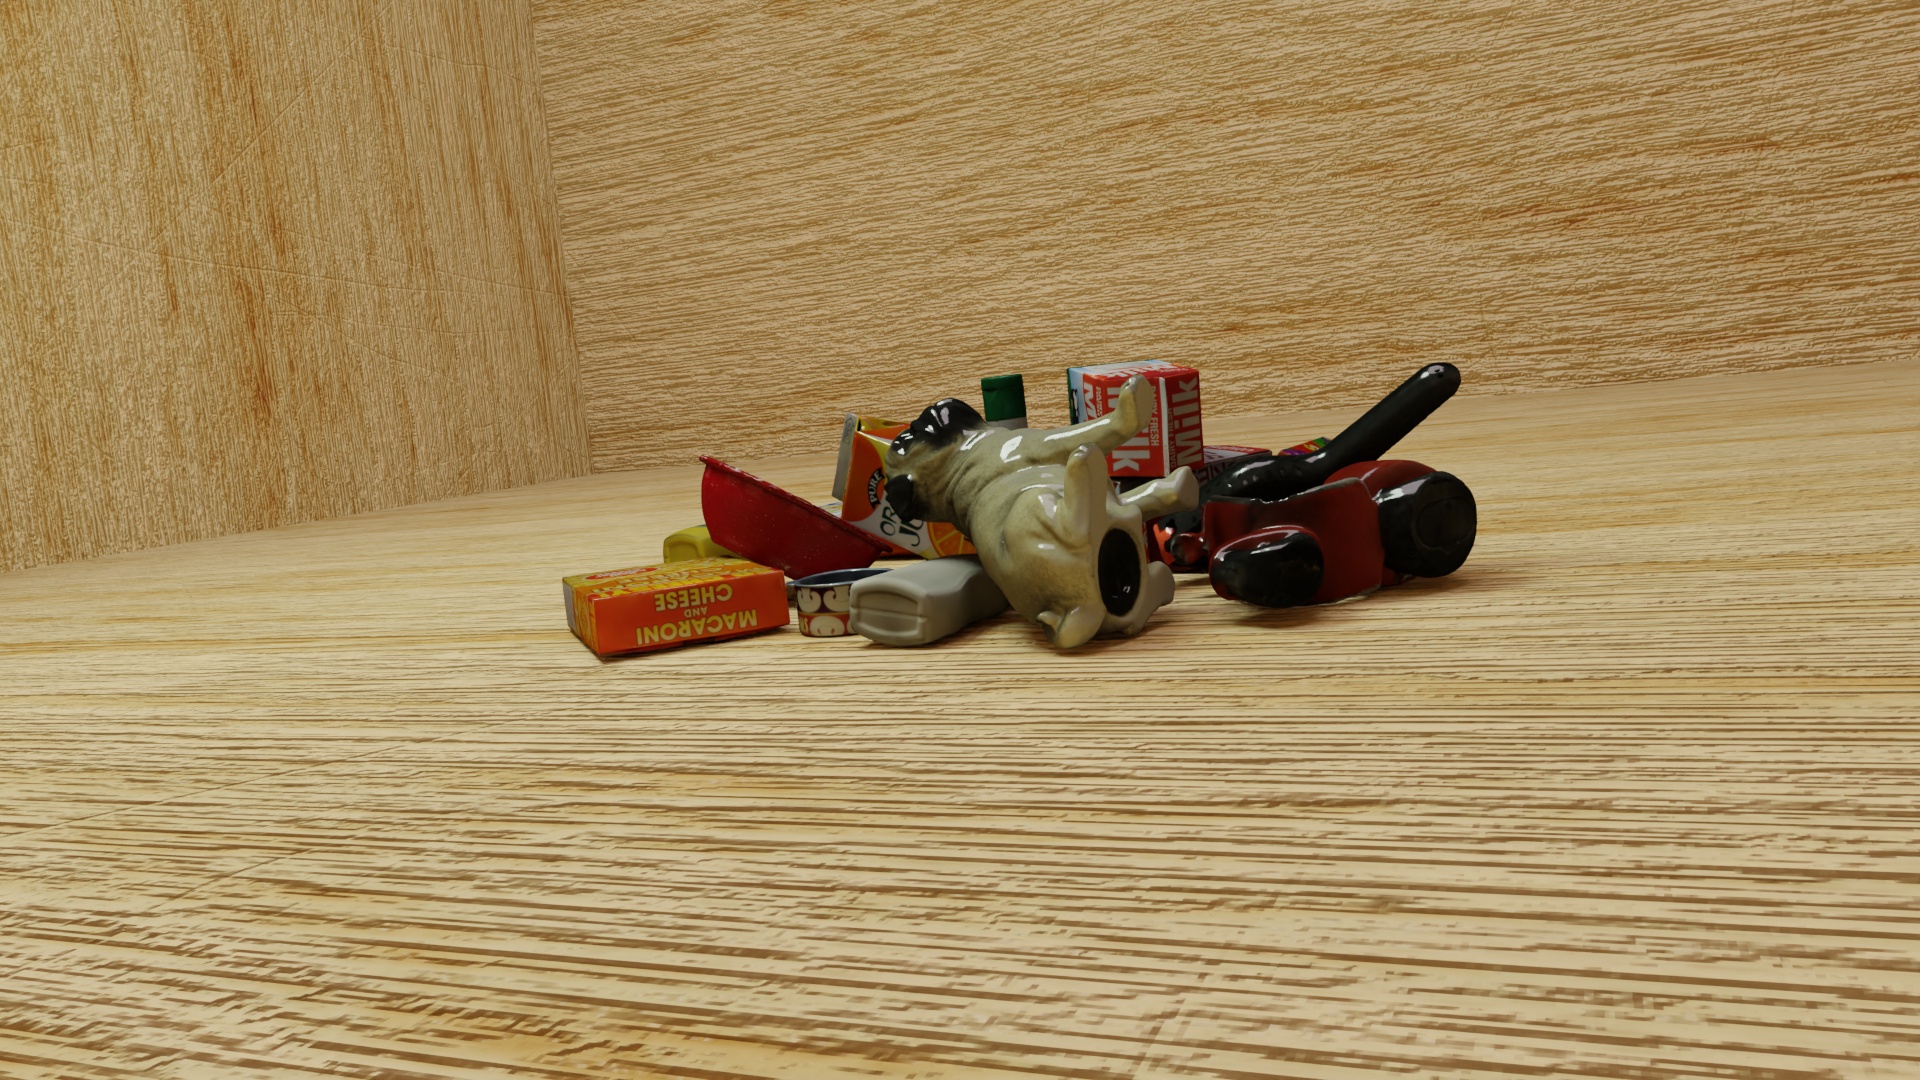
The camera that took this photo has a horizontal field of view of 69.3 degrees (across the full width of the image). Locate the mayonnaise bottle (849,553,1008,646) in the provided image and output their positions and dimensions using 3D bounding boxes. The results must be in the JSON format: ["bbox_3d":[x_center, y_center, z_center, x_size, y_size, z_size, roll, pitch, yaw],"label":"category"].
[{"bbox_3d":[-0.003,0.031,0.856,0.065,0.041,0.148,6,11,31],"label":"mayonnaise bottle"}]

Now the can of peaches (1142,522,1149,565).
[{"bbox_3d":[0.091,0.007,0.896,0.071,0.058,0.071,-6,6,1],"label":"can of peaches"}]

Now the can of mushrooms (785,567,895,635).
[{"bbox_3d":[-0.074,0.039,0.885,0.071,0.033,0.071,-6,7,1],"label":"can of mushrooms"}]

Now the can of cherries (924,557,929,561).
[{"bbox_3d":[0.004,-0.014,1.108,0.058,0.071,0.072,-2,8,27],"label":"can of cherries"}]

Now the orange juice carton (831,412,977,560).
[{"bbox_3d":[-0.020,-0.035,1.033,0.193,0.071,0.073,23,21,31],"label":"orange juice carton"}]

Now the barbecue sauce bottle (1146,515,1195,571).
[{"bbox_3d":[0.195,-0.010,1.012,0.065,0.043,0.149,1,9,43],"label":"barbecue sauce bottle"}]

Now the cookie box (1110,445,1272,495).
[{"bbox_3d":[0.143,-0.045,1.083,0.168,0.040,0.123,-12,13,-36],"label":"cookie box"}]

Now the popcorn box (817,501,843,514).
[{"bbox_3d":[-0.116,-0.014,1.351,0.085,0.038,0.127,-2,8,30],"label":"popcorn box"}]

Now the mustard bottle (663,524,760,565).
[{"bbox_3d":[-0.188,0.003,1.225,0.065,0.048,0.161,0,9,34],"label":"mustard bottle"}]

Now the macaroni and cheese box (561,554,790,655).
[{"bbox_3d":[-0.197,0.041,0.945,0.124,0.040,0.166,-8,7,-22],"label":"macaroni and cheese box"}]

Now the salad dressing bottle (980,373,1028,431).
[{"bbox_3d":[0.043,-0.070,1.205,0.044,0.147,0.064,-12,8,-44],"label":"salad dressing bottle"}]

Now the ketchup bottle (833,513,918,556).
[{"bbox_3d":[-0.069,-0.007,1.228,0.148,0.043,0.065,-3,11,29],"label":"ketchup bottle"}]

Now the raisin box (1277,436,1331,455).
[{"bbox_3d":[0.286,-0.039,1.049,0.086,0.040,0.124,31,21,21],"label":"raisin box"}]

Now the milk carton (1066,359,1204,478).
[{"bbox_3d":[0.132,-0.092,1.036,0.073,0.072,0.191,-6,10,-4],"label":"milk carton"}]
